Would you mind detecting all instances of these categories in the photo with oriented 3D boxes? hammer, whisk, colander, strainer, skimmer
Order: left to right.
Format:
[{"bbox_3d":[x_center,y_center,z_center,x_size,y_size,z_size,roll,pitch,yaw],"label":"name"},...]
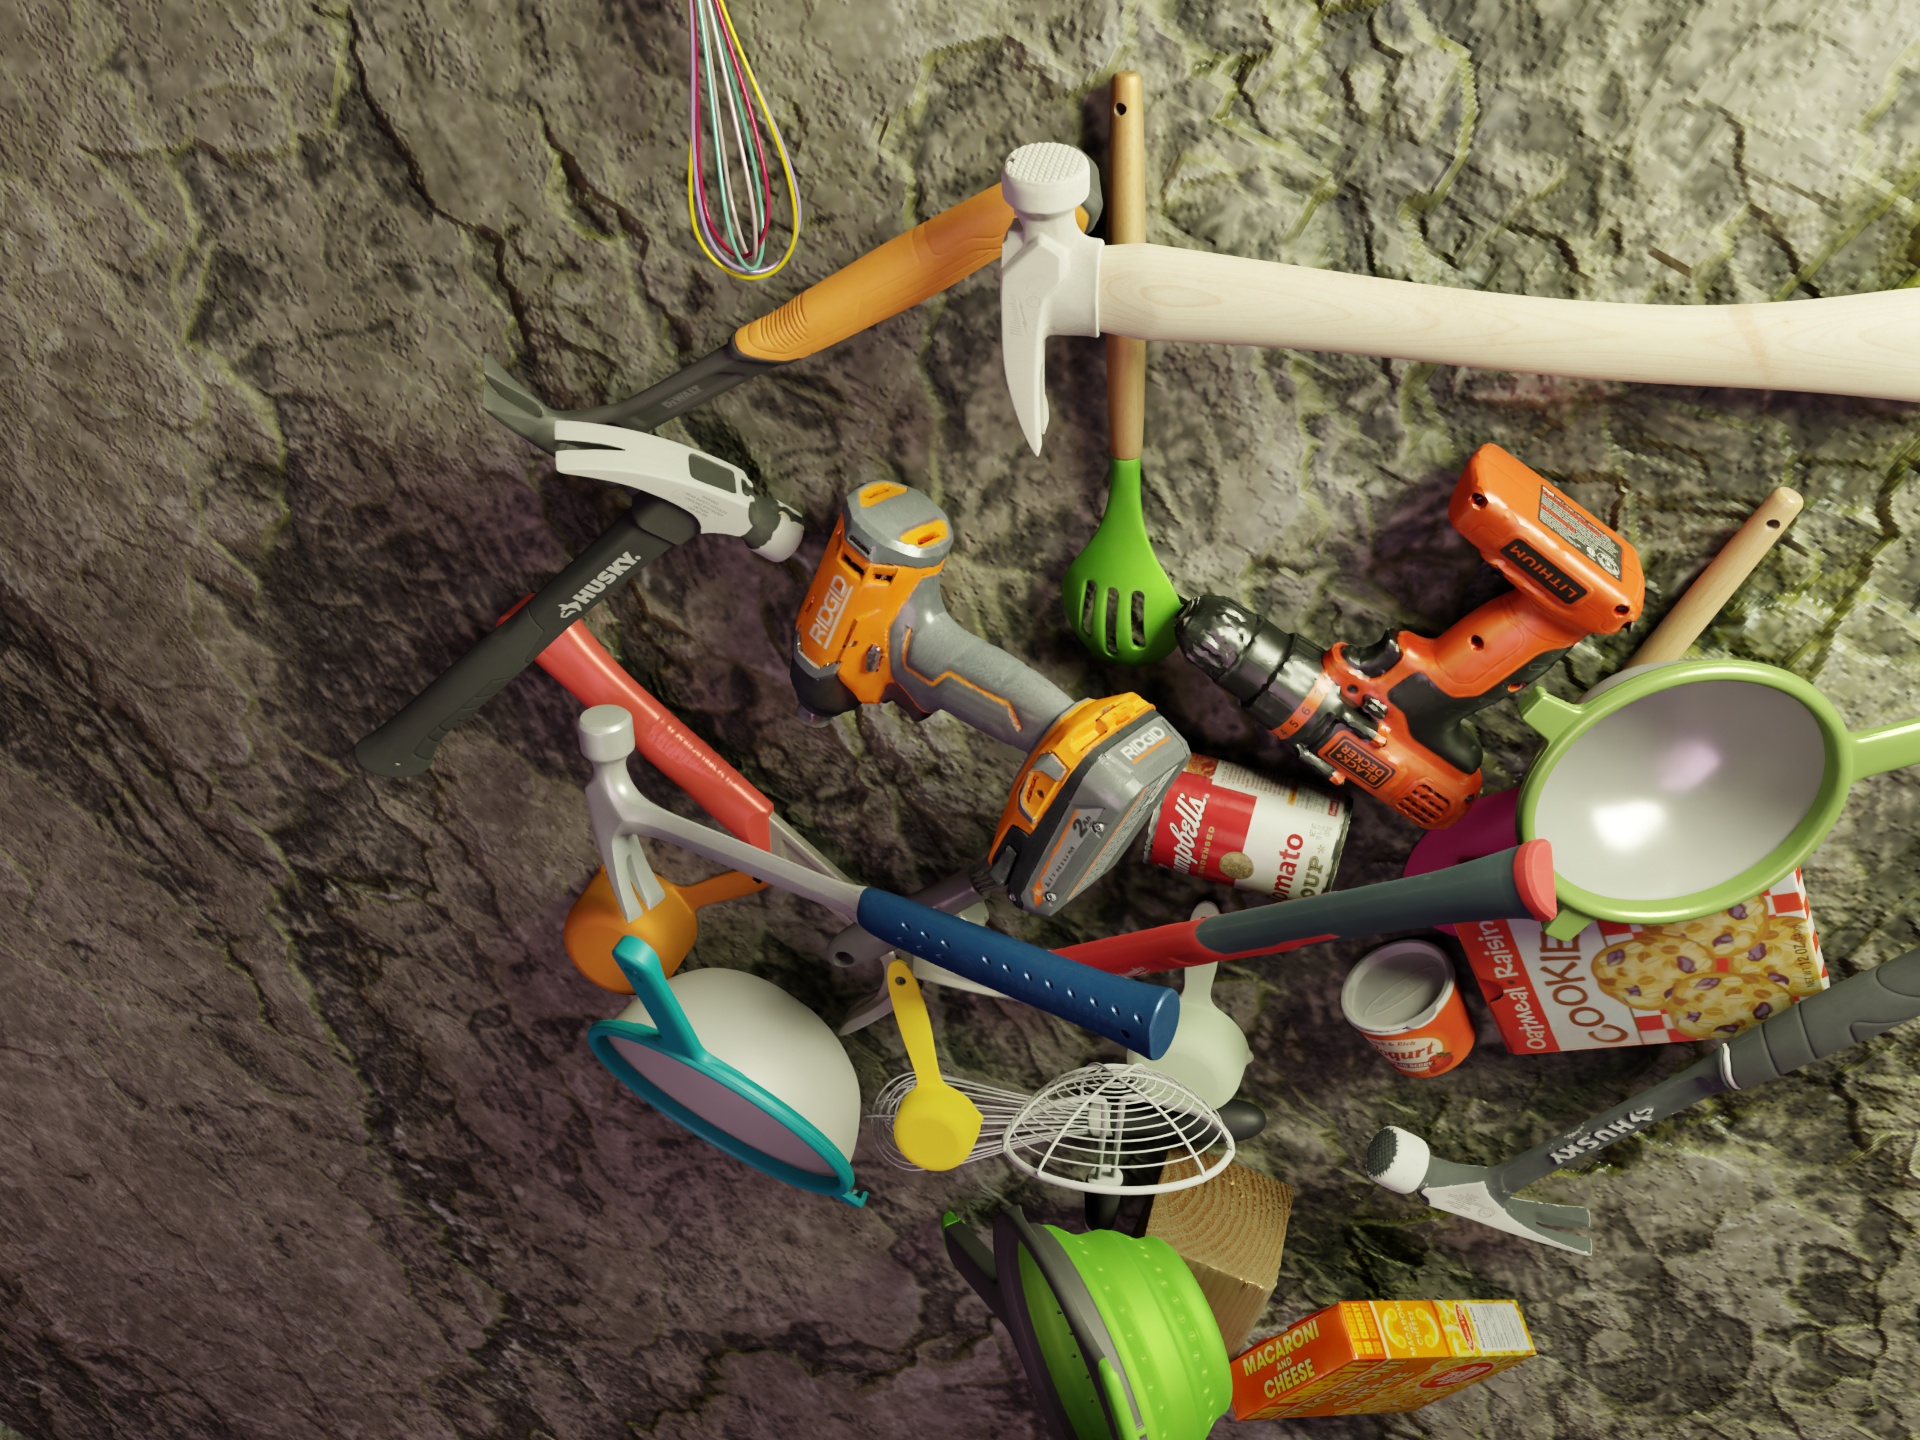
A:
[{"bbox_3d":[-0.256,-0.055,0.932,0.334,0.035,0.146,-33,141,30],"label":"hammer"},{"bbox_3d":[-0.122,-0.328,0.746,0.047,0.051,0.244,6,123,26],"label":"whisk"},{"bbox_3d":[-0.156,0.054,1.031,0.359,0.037,0.149,42,123,-8],"label":"hammer"},{"bbox_3d":[-0.154,0.200,1.060,0.211,0.095,0.340,21,150,21],"label":"strainer"},{"bbox_3d":[-0.084,-0.201,0.793,0.337,0.034,0.127,-19,152,29],"label":"hammer"},{"bbox_3d":[-0.063,0.109,0.919,0.406,0.035,0.144,18,125,29],"label":"hammer"},{"bbox_3d":[0.008,0.097,0.964,0.239,0.055,0.055,-31,108,25],"label":"whisk"},{"bbox_3d":[0.067,0.273,1.088,0.284,0.070,0.070,-5,121,20],"label":"whisk"},{"bbox_3d":[0.078,0.382,1.046,0.397,0.094,0.204,180,73,-74],"label":"colander"},{"bbox_3d":[0.092,0.296,0.987,0.127,0.090,0.363,-1,149,3],"label":"skimmer"},{"bbox_3d":[0.135,0.112,0.848,0.143,0.038,0.386,18,155,-33],"label":"hammer"},{"bbox_3d":[0.220,-0.163,0.693,0.410,0.038,0.146,8,138,10],"label":"hammer"},{"bbox_3d":[0.403,0.196,0.853,0.149,0.036,0.408,27,138,-12],"label":"hammer"},{"bbox_3d":[0.383,0.008,0.749,0.256,0.069,0.151,-14,123,8],"label":"strainer"}]

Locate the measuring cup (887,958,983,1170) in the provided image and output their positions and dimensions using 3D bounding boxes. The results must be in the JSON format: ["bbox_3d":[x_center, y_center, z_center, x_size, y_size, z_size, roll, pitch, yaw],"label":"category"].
[{"bbox_3d":[-0.028,0.230,1.047,0.062,0.029,0.156,-7,112,16],"label":"measuring cup"}]

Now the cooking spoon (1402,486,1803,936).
[{"bbox_3d":[0.319,0.009,0.810,0.069,0.017,0.318,27,131,3],"label":"cooking spoon"}]

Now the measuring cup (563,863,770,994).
[{"bbox_3d":[-0.203,0.140,1.106,0.173,0.052,0.095,-20,114,32],"label":"measuring cup"}]

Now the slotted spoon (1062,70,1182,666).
[{"bbox_3d":[0.080,-0.156,0.791,0.070,0.031,0.313,13,126,24],"label":"slotted spoon"}]

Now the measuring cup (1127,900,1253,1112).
[{"bbox_3d":[0.144,0.184,0.996,0.083,0.038,0.167,12,129,15],"label":"measuring cup"}]

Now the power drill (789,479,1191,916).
[{"bbox_3d":[-0.001,-0.003,0.874,0.227,0.084,0.164,43,132,16],"label":"power drill"}]
